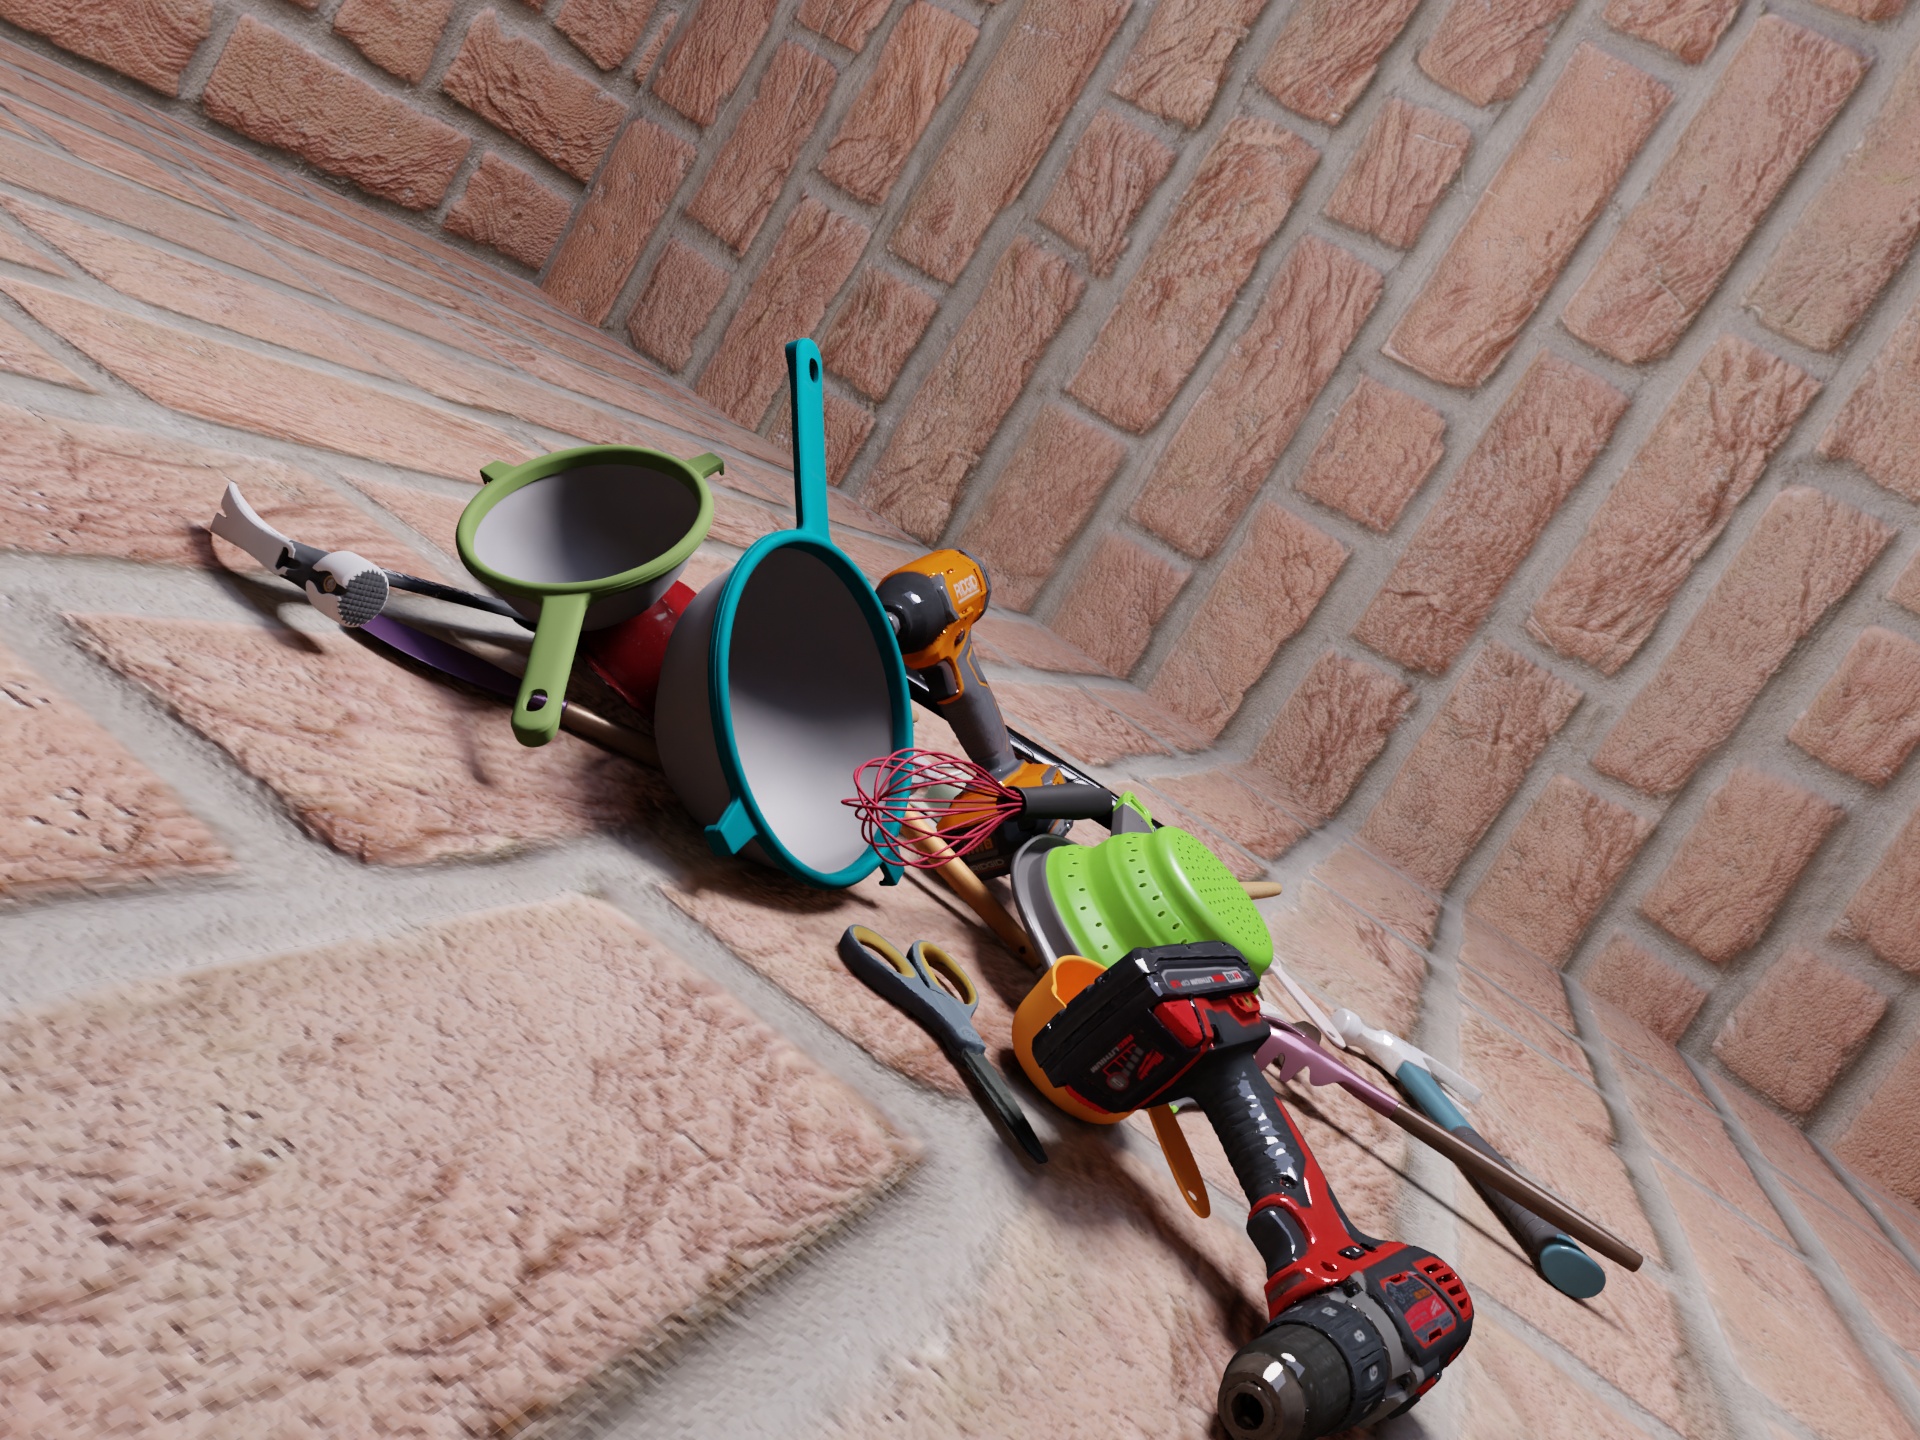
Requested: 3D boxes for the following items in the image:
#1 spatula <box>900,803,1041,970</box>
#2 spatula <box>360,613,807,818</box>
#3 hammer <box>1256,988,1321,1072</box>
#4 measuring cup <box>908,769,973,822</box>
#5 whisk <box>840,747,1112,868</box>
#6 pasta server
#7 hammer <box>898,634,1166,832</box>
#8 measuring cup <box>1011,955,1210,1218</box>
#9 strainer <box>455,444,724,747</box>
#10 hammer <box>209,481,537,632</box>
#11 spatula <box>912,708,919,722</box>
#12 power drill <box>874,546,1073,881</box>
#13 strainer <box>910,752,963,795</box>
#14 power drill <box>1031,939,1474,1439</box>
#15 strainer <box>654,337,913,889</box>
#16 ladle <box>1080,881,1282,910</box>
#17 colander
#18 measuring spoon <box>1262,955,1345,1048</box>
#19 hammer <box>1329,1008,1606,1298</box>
[{"bbox_3d":[-0.058,0.050,1.086,0.323,0.081,0.041,46,13,16],"label":"spatula"},{"bbox_3d":[-0.217,0.005,0.962,0.315,0.018,0.060,27,7,-23],"label":"spatula"},{"bbox_3d":[0.220,0.188,1.374,0.146,0.038,0.410,31,9,2],"label":"hammer"},{"bbox_3d":[-0.024,0.053,1.265,0.167,0.038,0.083,28,10,-33],"label":"measuring cup"},{"bbox_3d":[0.023,0.053,1.005,0.073,0.073,0.295,37,17,27],"label":"whisk"},{"bbox_3d":[0.322,0.293,1.108,0.316,0.040,0.060,31,9,13],"label":"pasta server"},{"bbox_3d":[0.046,0.020,1.326,0.335,0.035,0.146,33,36,4],"label":"hammer"},{"bbox_3d":[0.082,0.204,0.844,0.095,0.052,0.174,25,26,-34],"label":"measuring cup"},{"bbox_3d":[-0.219,-0.062,0.917,0.151,0.069,0.257,-2,44,1],"label":"strainer"},{"bbox_3d":[-0.294,-0.072,1.033,0.149,0.036,0.408,27,5,25],"label":"hammer"},{"bbox_3d":[-0.077,0.003,1.404,0.082,0.044,0.317,34,5,8],"label":"spatula"},{"bbox_3d":[-0.002,-0.004,1.127,0.226,0.084,0.164,70,22,-7],"label":"power drill"},{"bbox_3d":[-0.118,0.015,1.169,0.258,0.050,0.087,22,13,-24],"label":"strainer"},{"bbox_3d":[0.128,0.217,0.732,0.187,0.080,0.227,6,44,-53],"label":"power drill"},{"bbox_3d":[-0.120,-0.064,0.960,0.095,0.340,0.210,-10,-15,26],"label":"strainer"},{"bbox_3d":[0.180,0.144,1.315,0.069,0.031,0.315,-3,-5,42],"label":"ladle"},{"bbox_3d":[0.143,0.110,1.098,0.204,0.094,0.397,46,18,-9],"label":"colander"},{"bbox_3d":[0.249,0.210,1.201,0.034,0.018,0.124,20,19,-37],"label":"measuring spoon"},{"bbox_3d":[0.394,0.330,1.227,0.128,0.033,0.331,28,11,-15],"label":"hammer"}]
